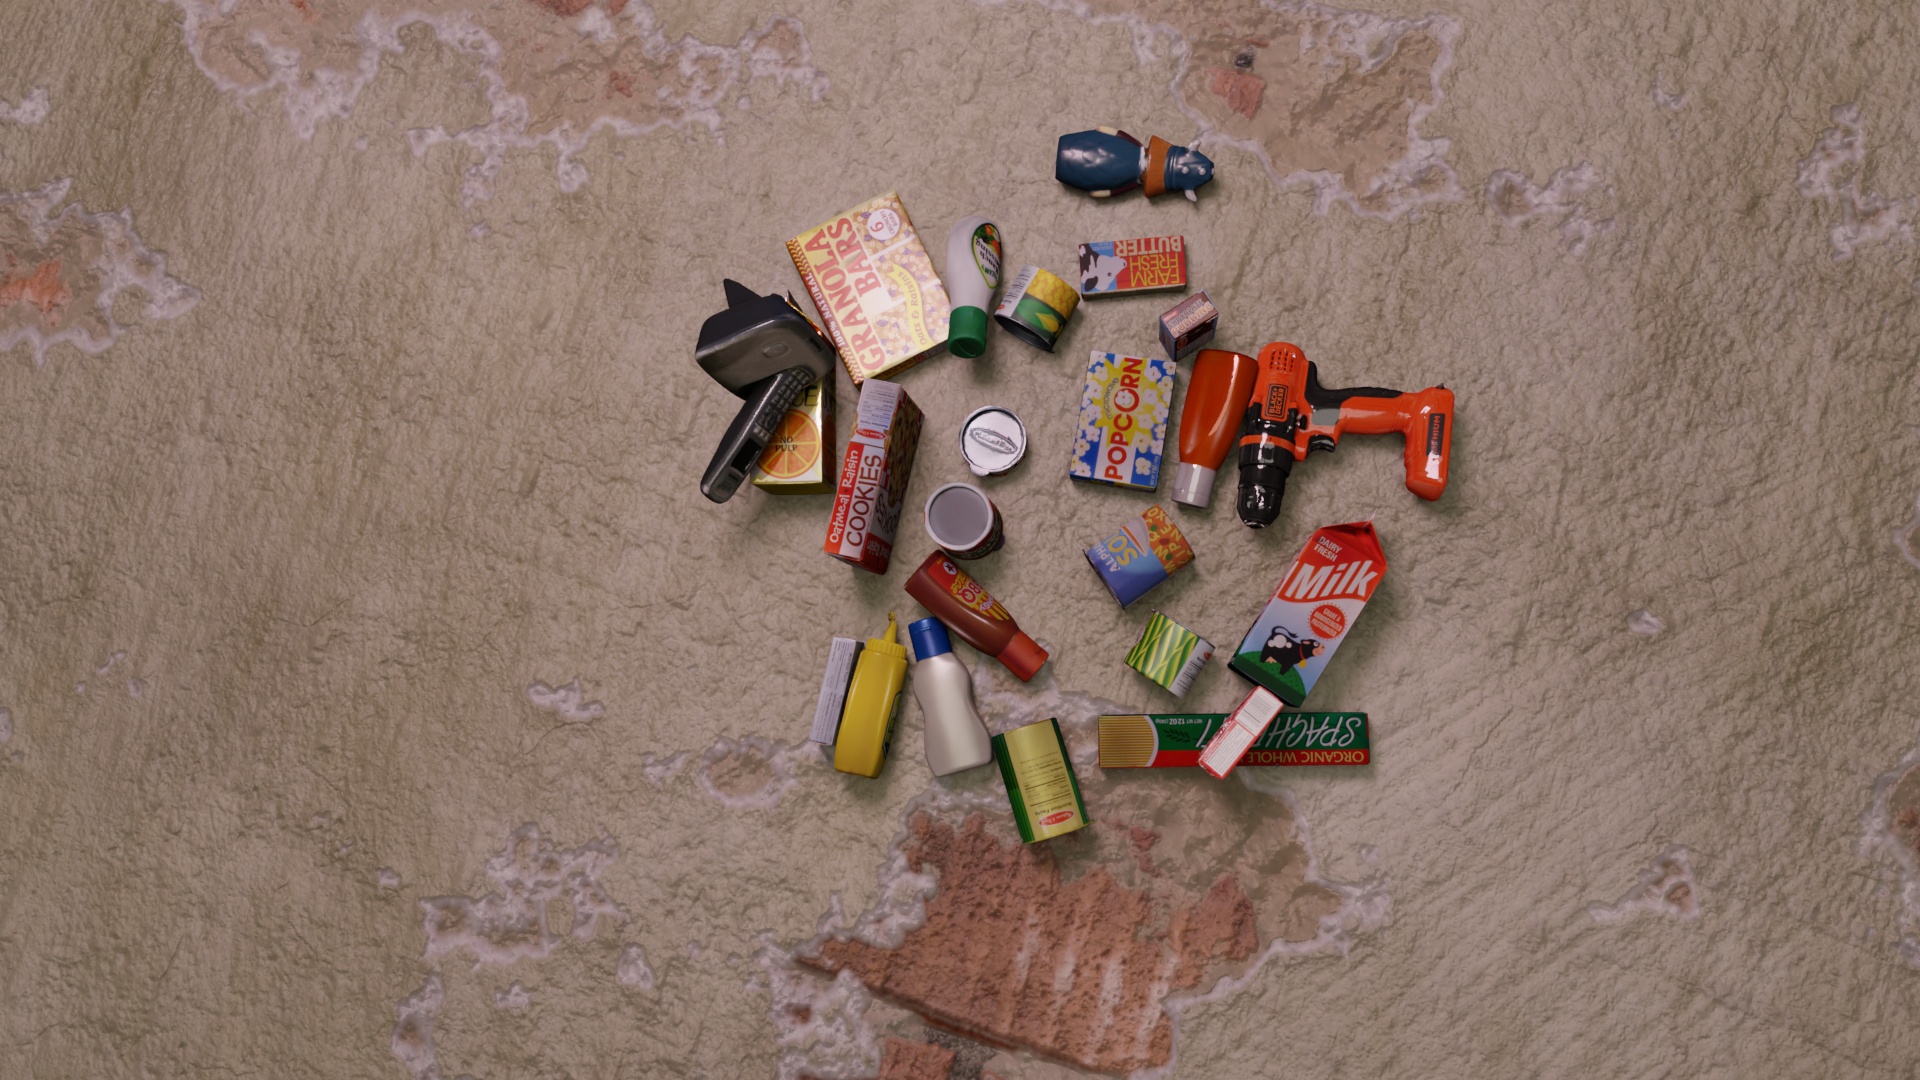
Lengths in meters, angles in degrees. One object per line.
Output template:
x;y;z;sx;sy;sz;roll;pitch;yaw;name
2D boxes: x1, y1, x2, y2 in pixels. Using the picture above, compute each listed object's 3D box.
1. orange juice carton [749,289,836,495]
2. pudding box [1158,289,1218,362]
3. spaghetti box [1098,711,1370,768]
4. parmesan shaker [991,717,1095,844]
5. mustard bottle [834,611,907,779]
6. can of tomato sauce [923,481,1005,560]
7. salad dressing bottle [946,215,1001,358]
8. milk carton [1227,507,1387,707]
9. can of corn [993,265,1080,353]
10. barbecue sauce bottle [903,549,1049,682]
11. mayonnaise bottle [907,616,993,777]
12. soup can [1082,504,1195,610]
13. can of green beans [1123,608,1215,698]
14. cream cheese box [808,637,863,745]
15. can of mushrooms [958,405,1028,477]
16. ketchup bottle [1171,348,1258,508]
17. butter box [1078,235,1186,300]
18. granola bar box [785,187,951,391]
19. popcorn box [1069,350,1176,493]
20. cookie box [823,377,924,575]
-0.163;-0.145;1.366;0.073;0.072;0.193;-2;83;6;orange juice carton
0.217;-0.203;1.320;0.049;0.083;0.030;-32;80;3;pudding box
0.253;0.185;1.292;0.250;0.028;0.050;-2;83;7;spaghetti box
0.076;0.222;1.292;0.071;0.071;0.103;-18;80;5;parmesan shaker
-0.081;0.145;1.323;0.049;0.065;0.160;13;80;5;mustard bottle
0.005;-0.017;1.322;0.071;0.083;0.071;-1;83;8;can of tomato sauce
0.011;-0.245;1.345;0.044;0.064;0.148;-13;56;29;salad dressing bottle
0.328;0.055;1.278;0.073;0.072;0.190;33;87;10;milk carton
0.077;-0.225;1.351;0.071;0.071;0.058;30;87;10;can of corn
0.017;0.074;1.322;0.148;0.065;0.043;41;118;2;barbecue sauce bottle
-0.015;0.147;1.325;0.065;0.041;0.148;-16;80;5;mayonnaise bottle
0.167;0.013;1.305;0.084;0.071;0.071;-35;80;1;soup can
0.194;0.106;1.291;0.071;0.071;0.058;32;88;10;can of green beans
-0.119;0.144;1.332;0.024;0.053;0.104;12;85;7;cream cheese box
0.031;-0.094;1.355;0.071;0.033;0.071;-1;83;6;can of mushrooms
0.235;-0.106;1.319;0.043;0.065;0.148;15;91;-35;ketchup bottle
0.169;-0.268;1.365;0.103;0.024;0.053;-4;83;7;butter box
-0.083;-0.249;1.387;0.124;0.039;0.165;-26;80;2;granola bar box
0.157;-0.114;1.339;0.085;0.038;0.127;10;84;9;popcorn box
-0.080;-0.057;1.318;0.040;0.123;0.167;12;84;9;cookie box
